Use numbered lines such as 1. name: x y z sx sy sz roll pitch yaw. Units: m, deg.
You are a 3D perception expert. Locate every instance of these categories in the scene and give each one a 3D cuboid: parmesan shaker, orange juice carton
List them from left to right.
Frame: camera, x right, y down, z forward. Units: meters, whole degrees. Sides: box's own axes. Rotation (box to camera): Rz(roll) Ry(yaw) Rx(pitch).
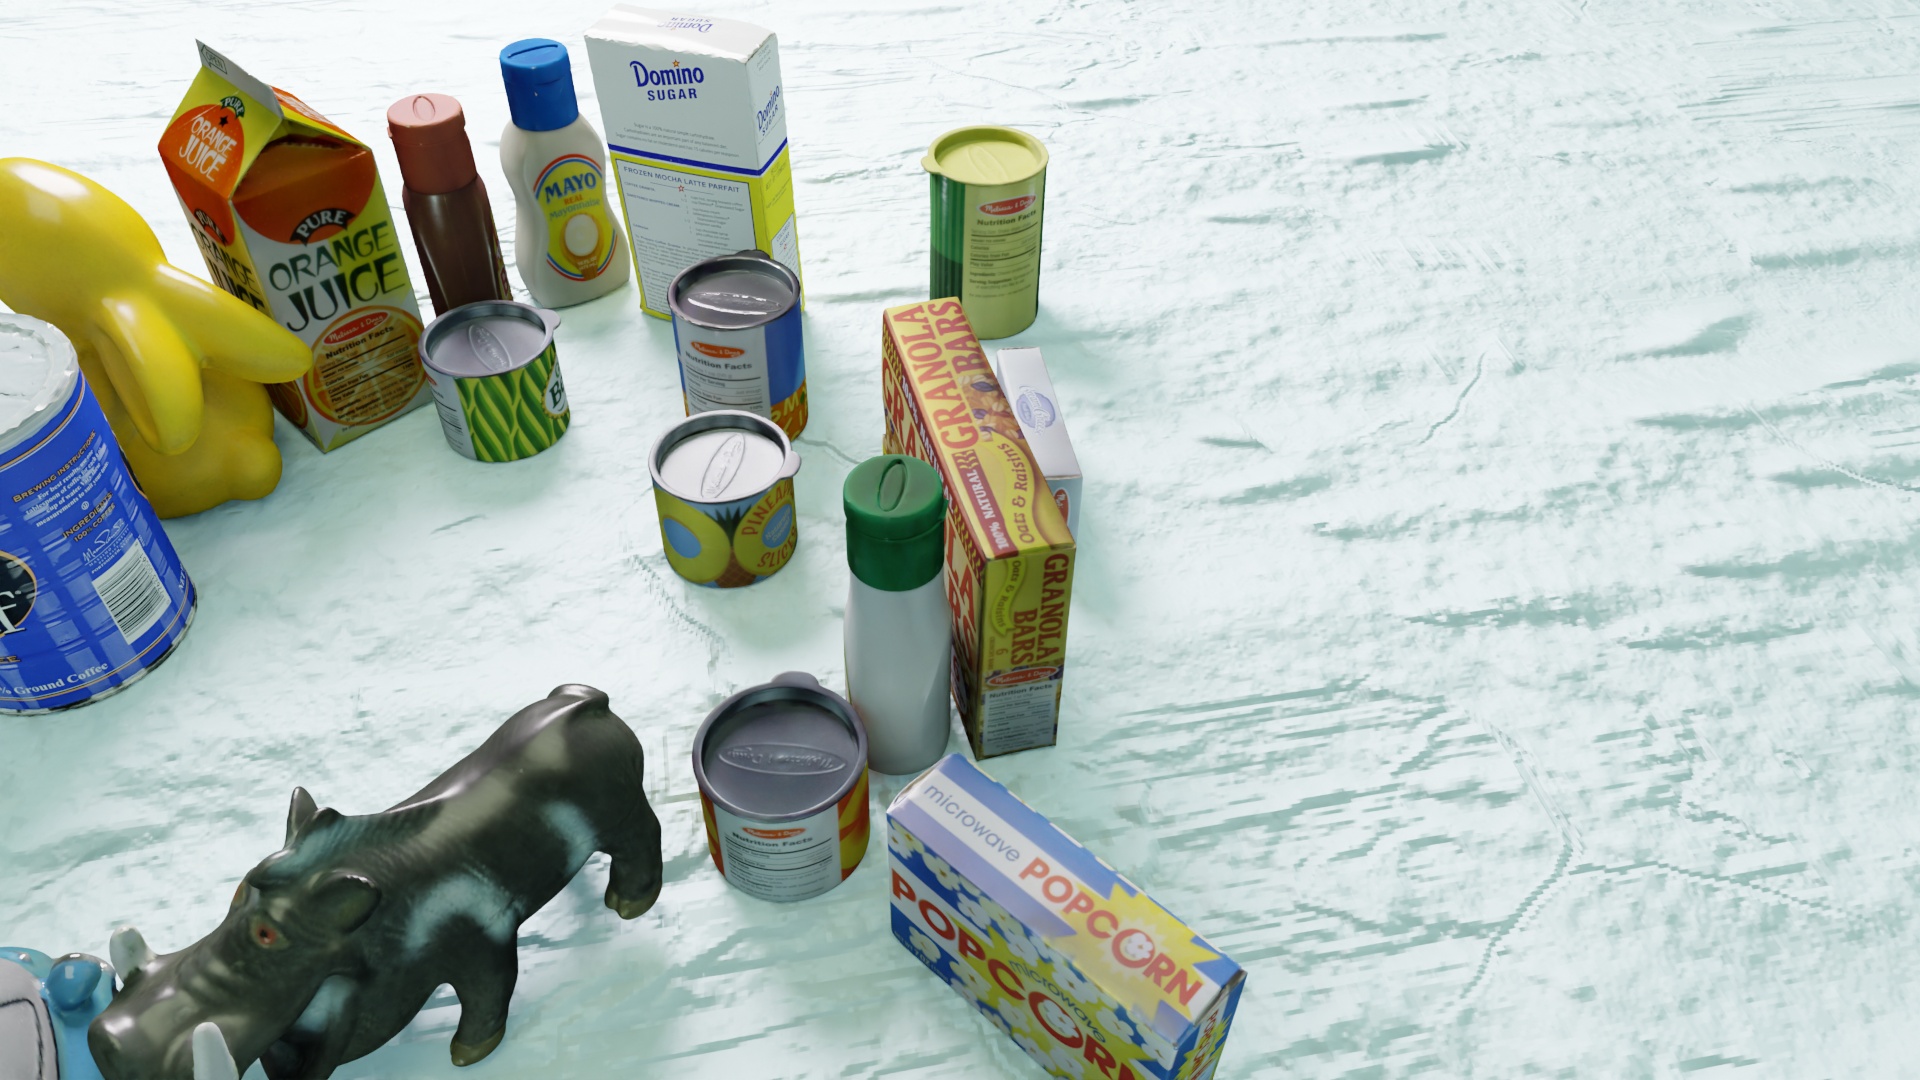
1. orange juice carton: -0.328 -0.146 0.688 0.072 0.191 0.073 34 53 29
2. parmesan shaker: 0.012 -0.174 0.792 0.071 0.102 0.072 1 44 -1

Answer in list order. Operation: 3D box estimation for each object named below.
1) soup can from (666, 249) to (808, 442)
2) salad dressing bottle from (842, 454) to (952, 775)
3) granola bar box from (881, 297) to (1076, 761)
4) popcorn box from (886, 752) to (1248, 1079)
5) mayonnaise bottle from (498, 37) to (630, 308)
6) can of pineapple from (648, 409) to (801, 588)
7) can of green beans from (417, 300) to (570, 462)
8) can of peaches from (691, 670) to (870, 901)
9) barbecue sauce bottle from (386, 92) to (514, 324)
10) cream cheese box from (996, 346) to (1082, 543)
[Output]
1. soup can: -0.113 -0.097 0.722 0.071 0.083 0.072 1 44 -1
2. salad dressing bottle: -0.025 0.032 0.547 0.044 0.146 0.064 6 44 5
3. granola bar box: 0.002 -0.008 0.605 0.039 0.123 0.166 -10 45 -12
4. popcorn box: 0.031 0.141 0.481 0.127 0.084 0.038 33 52 28
5. mayonnaise bottle: -0.227 -0.205 0.784 0.065 0.147 0.041 -26 51 -26
6. can of pineapple: -0.110 -0.019 0.660 0.071 0.057 0.071 1 44 -1
7. can of green beans: -0.240 -0.082 0.721 0.071 0.057 0.071 1 44 -1
8. can of peaches: -0.068 0.096 0.543 0.071 0.057 0.071 1 44 -1
9. barbecue sauce bottle: -0.267 -0.160 0.736 0.044 0.147 0.065 -15 47 -16
10. cream cheese box: 0.037 -0.046 0.696 0.024 0.053 0.104 -6 45 -8
